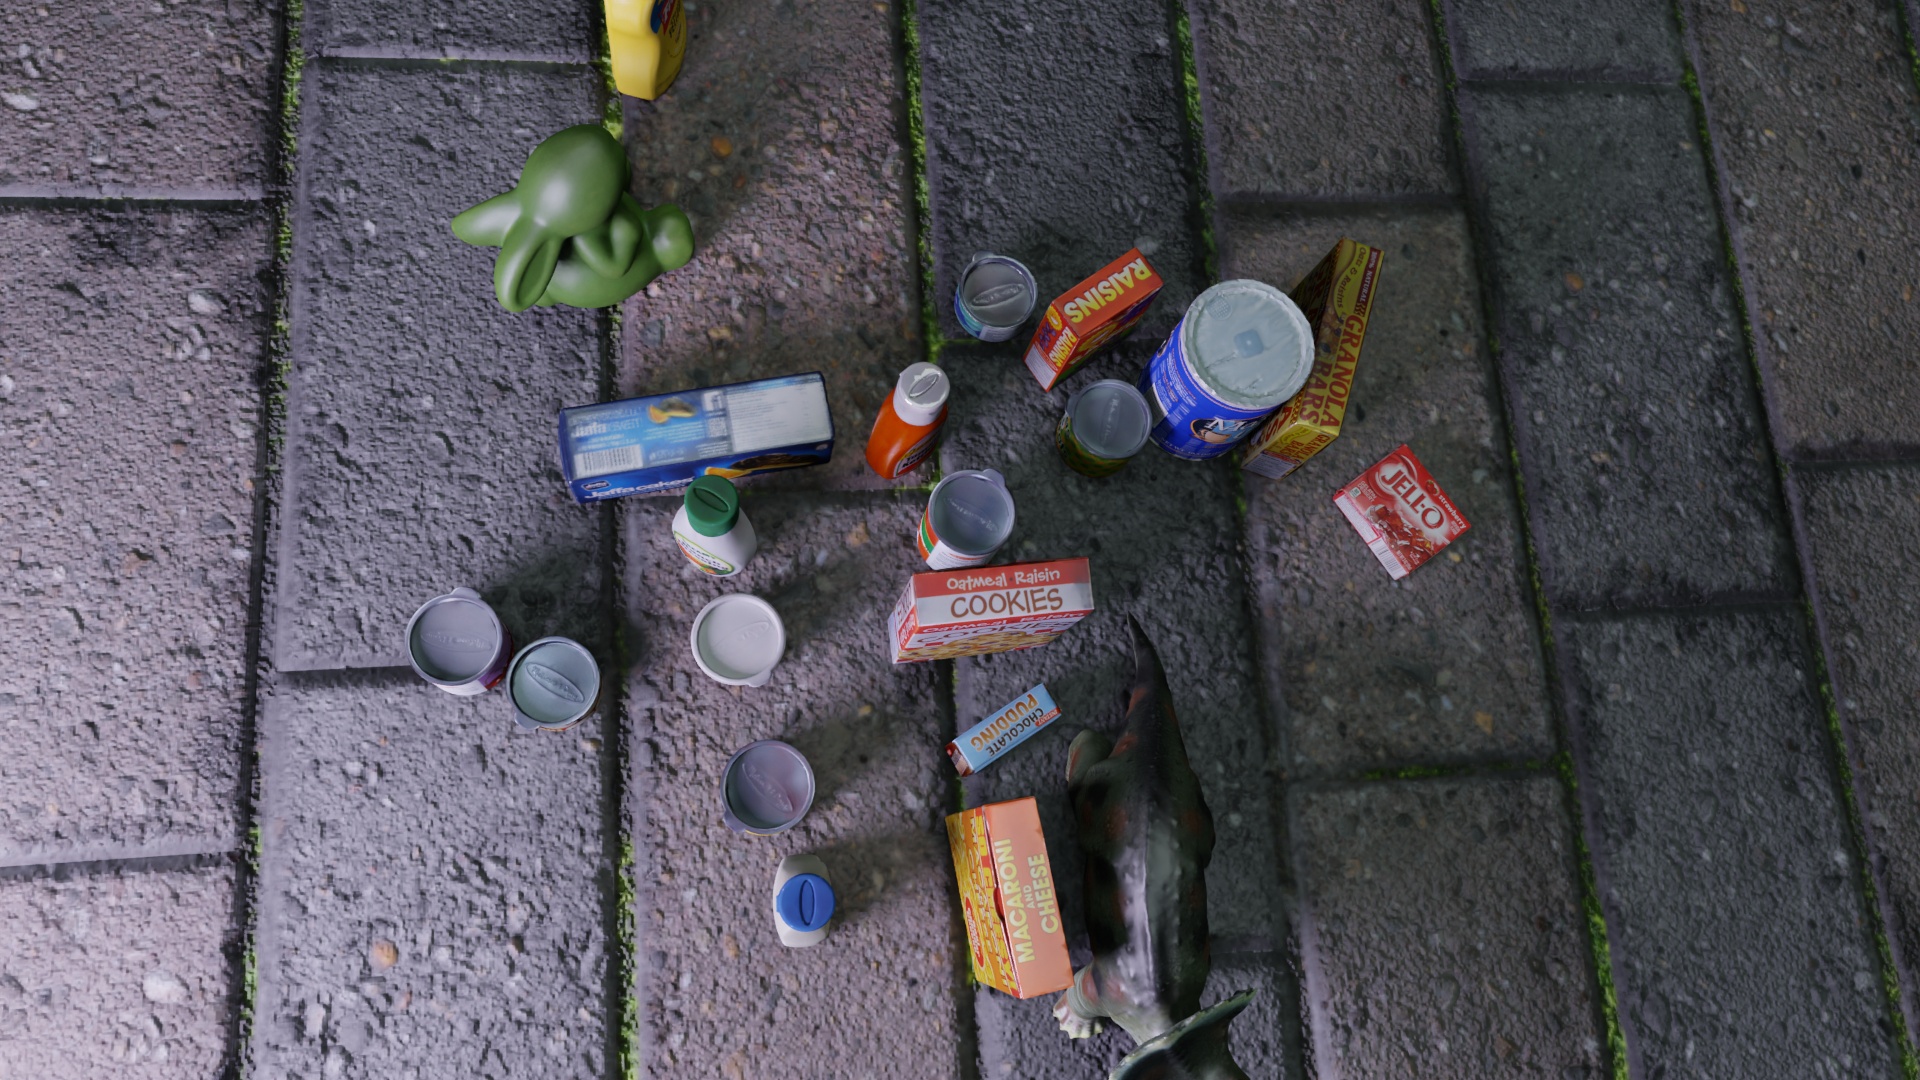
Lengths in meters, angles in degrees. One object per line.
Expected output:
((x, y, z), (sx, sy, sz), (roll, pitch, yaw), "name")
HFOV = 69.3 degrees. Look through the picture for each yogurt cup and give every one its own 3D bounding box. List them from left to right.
((-0.164, 0.077, 1.030), (0.072, 0.053, 0.072), (2, 76, -8), "yogurt cup")

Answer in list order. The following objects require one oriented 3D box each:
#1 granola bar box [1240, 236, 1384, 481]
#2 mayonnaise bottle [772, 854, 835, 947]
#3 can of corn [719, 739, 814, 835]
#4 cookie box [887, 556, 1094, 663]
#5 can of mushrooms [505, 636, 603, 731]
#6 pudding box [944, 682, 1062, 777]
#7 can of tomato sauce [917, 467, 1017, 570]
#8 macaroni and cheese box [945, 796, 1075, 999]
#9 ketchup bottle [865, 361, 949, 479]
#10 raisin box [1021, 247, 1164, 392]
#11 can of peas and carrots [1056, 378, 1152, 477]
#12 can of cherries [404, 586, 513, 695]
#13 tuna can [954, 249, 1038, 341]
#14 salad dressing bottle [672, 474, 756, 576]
((0.283, -0.143, 1.118), (0.039, 0.124, 0.166), (19, 74, -4), "granola bar box")
((-0.107, 0.246, 0.947), (0.041, 0.147, 0.065), (0, 76, -9), "mayonnaise bottle")
((-0.142, 0.182, 1.005), (0.071, 0.058, 0.071), (2, 76, -8), "can of corn")
((0.017, 0.052, 1.006), (0.123, 0.167, 0.040), (-6, 77, -10), "cookie box")
((-0.297, 0.107, 1.013), (0.071, 0.033, 0.071), (2, 76, -8), "can of mushrooms")
((0.032, 0.143, 1.046), (0.084, 0.049, 0.030), (-31, 83, -15), "pudding box")
((0.004, -0.013, 1.064), (0.071, 0.083, 0.071), (2, 76, -8), "can of tomato sauce")
((0.030, 0.245, 0.959), (0.040, 0.166, 0.124), (-10, 78, -11), "macaroni and cheese box")
((-0.037, -0.092, 1.043), (0.065, 0.148, 0.043), (-41, 85, -15), "ketchup bottle")
((0.102, -0.172, 1.099), (0.086, 0.123, 0.040), (-34, 84, -15), "raisin box")
((0.112, -0.089, 1.113), (0.071, 0.058, 0.071), (2, 76, -8), "can of peas and carrots")
((-0.357, 0.073, 0.999), (0.071, 0.058, 0.071), (2, 76, -8), "can of cherries")
((0.028, -0.201, 1.141), (0.071, 0.032, 0.071), (2, 76, -8), "tuna can")
((-0.178, -0.011, 1.002), (0.064, 0.147, 0.044), (32, 74, 0), "salad dressing bottle")
